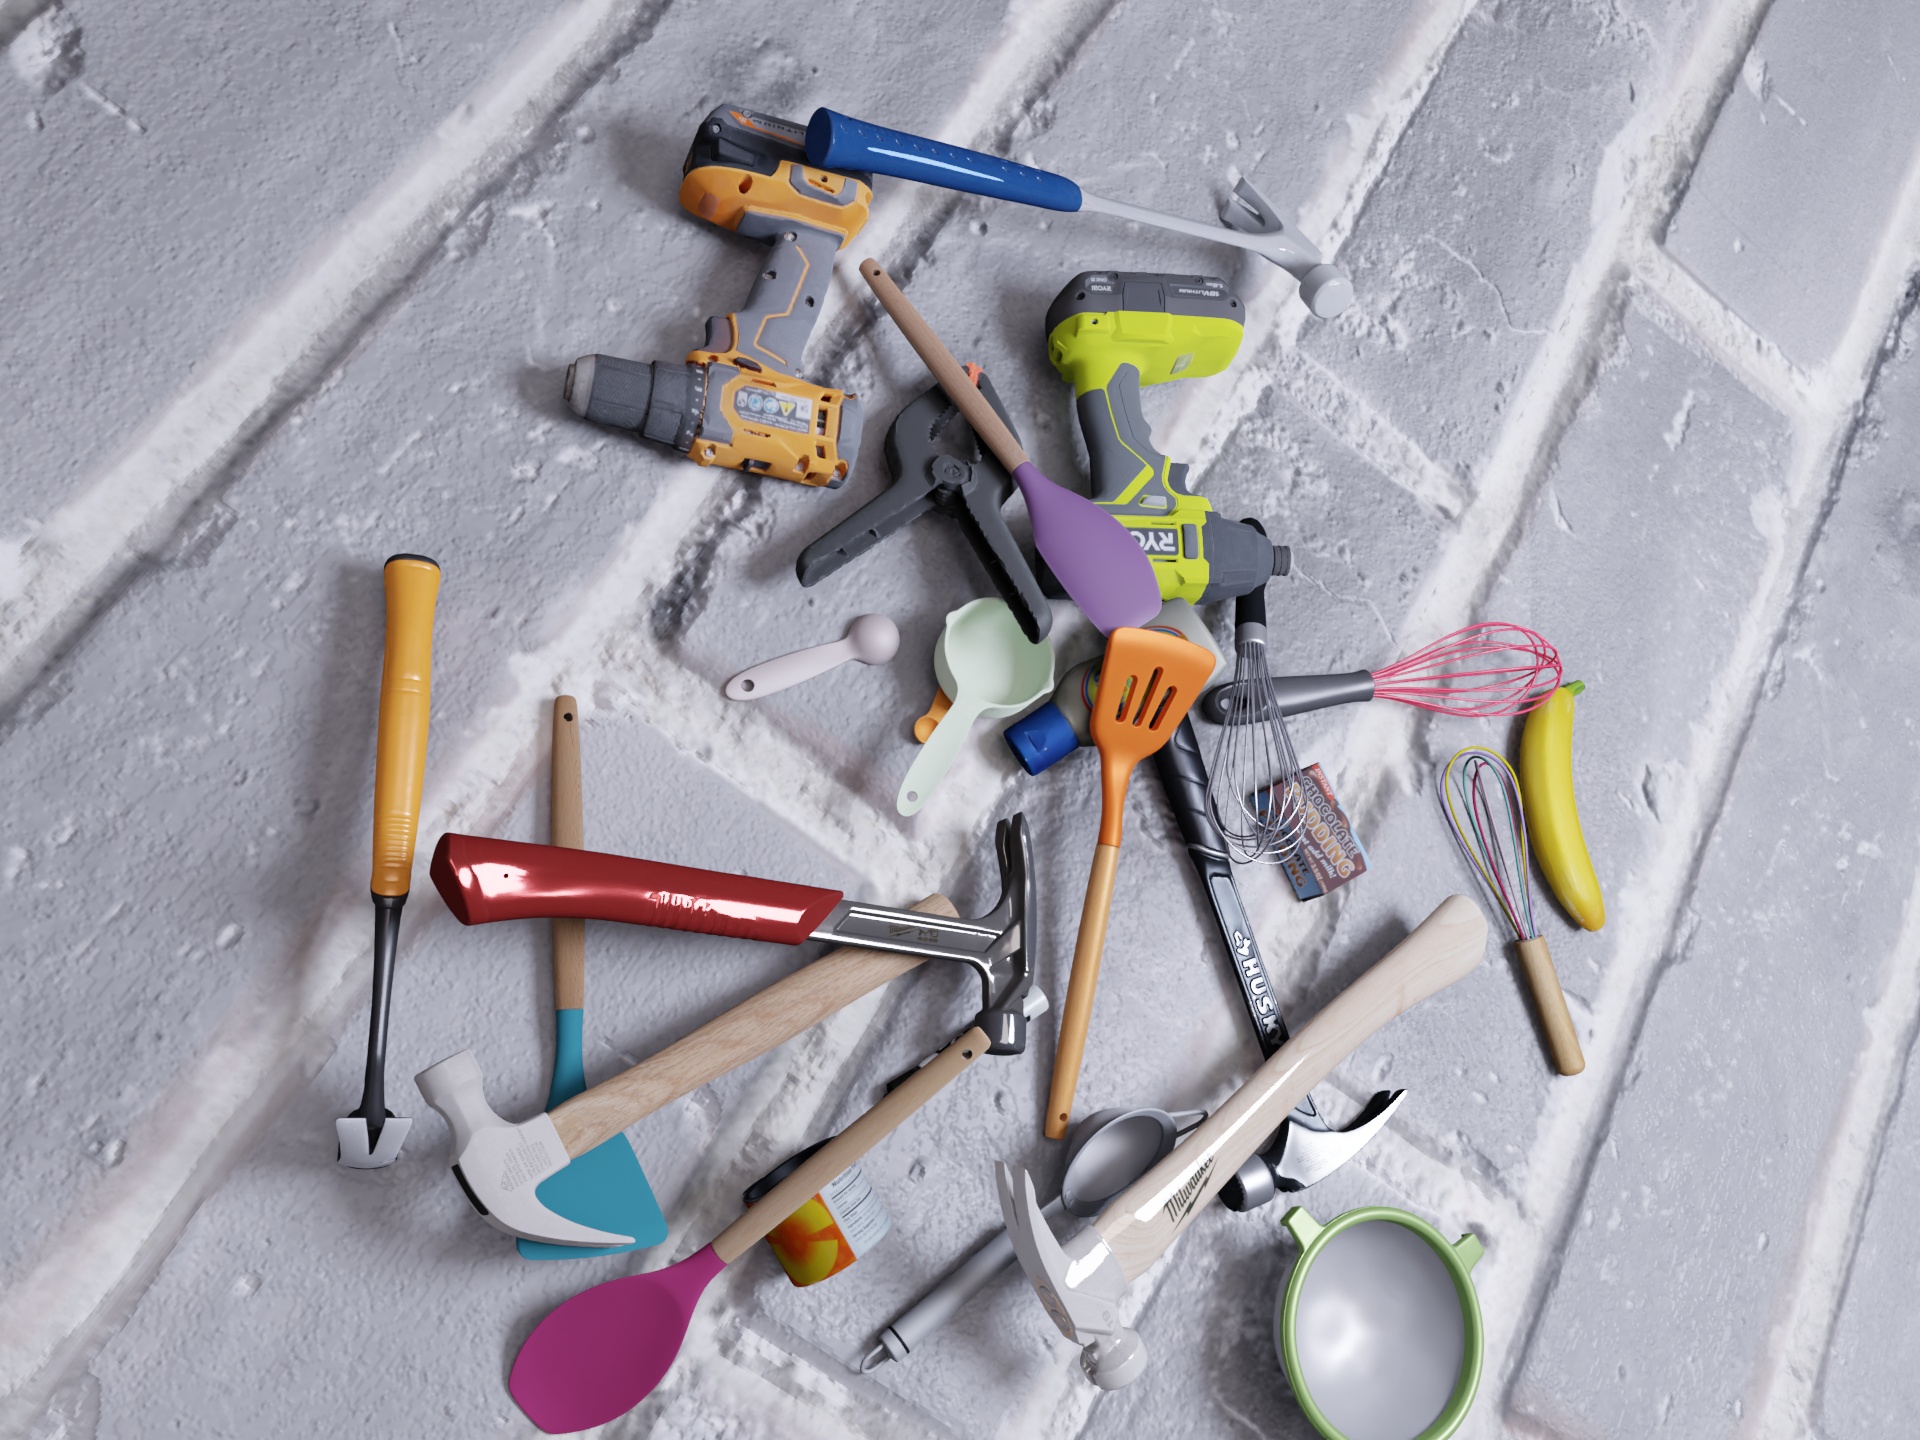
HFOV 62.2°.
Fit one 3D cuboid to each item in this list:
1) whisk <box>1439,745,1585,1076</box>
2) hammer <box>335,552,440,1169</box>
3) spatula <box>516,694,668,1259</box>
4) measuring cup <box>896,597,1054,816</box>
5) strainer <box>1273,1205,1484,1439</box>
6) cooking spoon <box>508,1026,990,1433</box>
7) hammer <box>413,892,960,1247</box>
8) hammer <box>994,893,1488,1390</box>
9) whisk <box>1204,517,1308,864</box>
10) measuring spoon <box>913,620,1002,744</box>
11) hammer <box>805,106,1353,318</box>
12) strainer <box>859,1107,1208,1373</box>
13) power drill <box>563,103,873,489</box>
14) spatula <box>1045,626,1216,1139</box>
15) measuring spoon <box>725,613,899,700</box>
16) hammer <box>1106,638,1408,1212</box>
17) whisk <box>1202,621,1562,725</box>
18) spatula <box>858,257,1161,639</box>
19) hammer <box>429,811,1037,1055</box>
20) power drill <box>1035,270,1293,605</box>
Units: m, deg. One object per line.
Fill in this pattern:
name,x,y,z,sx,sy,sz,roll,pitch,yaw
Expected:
whisk,0.408,0.136,1.150,0.047,0.051,0.245,-14,85,-30
hammer,-0.305,0.063,0.854,0.034,0.127,0.337,5,69,-20
spatula,-0.217,0.136,0.900,0.082,0.044,0.318,3,74,-29
measuring cup,-0.002,-0.003,1.013,0.083,0.038,0.168,34,65,-6
strainer,0.244,0.434,0.990,0.151,0.069,0.256,14,72,-20
cooking spoon,-0.110,0.271,0.860,0.319,0.017,0.068,-39,94,-1
hammer,-0.127,0.182,0.900,0.331,0.031,0.130,-25,85,-35
hammer,0.195,0.221,0.992,0.410,0.038,0.146,-33,103,-30
whisk,0.196,-0.029,1.078,0.070,0.070,0.285,17,54,-17
measuring spoon,-0.001,-0.030,1.051,0.021,0.011,0.117,33,63,-7
hammer,0.084,-0.357,1.087,0.405,0.035,0.144,2,44,-31
strainer,0.041,0.304,0.960,0.258,0.050,0.086,-35,134,-20
power drill,-0.149,-0.271,1.018,0.185,0.084,0.226,9,78,-19
spatula,0.093,0.103,1.004,0.081,0.041,0.323,14,83,-25
measuring spoon,-0.092,-0.039,1.010,0.124,0.018,0.034,-22,85,-24
hammer,0.179,0.106,1.070,0.149,0.036,0.409,-14,81,-25
whisk,0.310,-0.027,1.148,0.295,0.073,0.073,-7,79,-17
spatula,0.027,-0.185,1.040,0.060,0.018,0.316,-33,76,-15
hammer,-0.112,0.097,0.897,0.358,0.036,0.149,13,66,-29
power drill,0.137,-0.188,1.089,0.171,0.080,0.223,1,73,-6
